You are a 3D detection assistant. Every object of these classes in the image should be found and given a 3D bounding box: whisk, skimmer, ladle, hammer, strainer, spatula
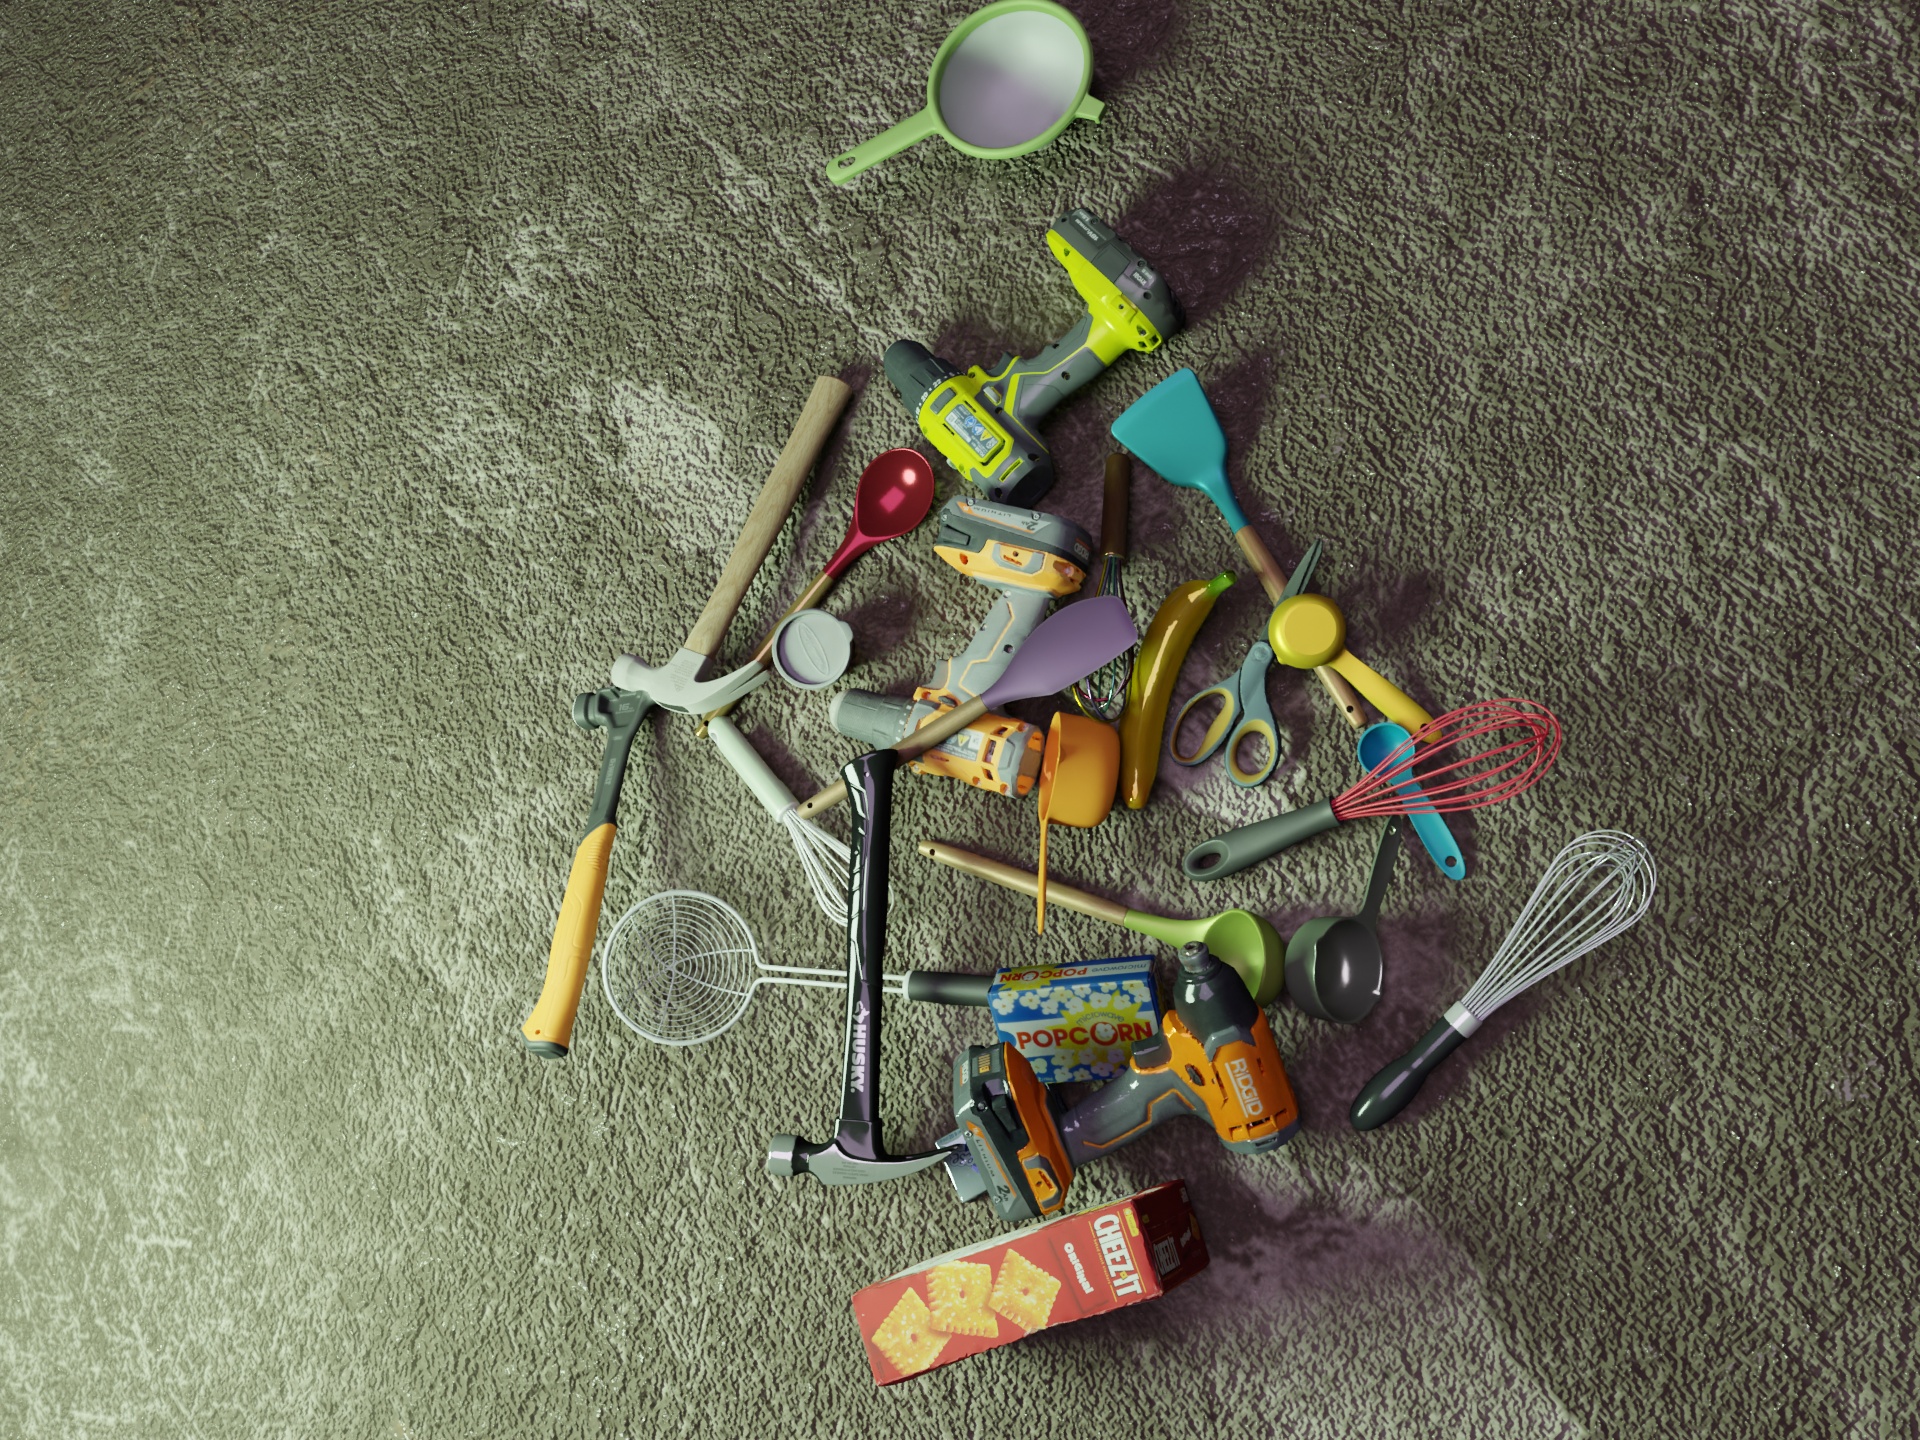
[{"bbox_3d":[0.291,0.059,1.157,0.296,0.073,0.073,-25,69,27],"label":"whisk"},{"bbox_3d":[-0.107,0.206,1.269,0.363,0.090,0.127,1,78,21],"label":"skimmer"},{"bbox_3d":[0.376,0.187,1.114,0.284,0.070,0.070,-48,66,10],"label":"whisk"},{"bbox_3d":[-0.130,-0.106,1.387,0.069,0.031,0.315,41,96,12],"label":"ladle"},{"bbox_3d":[-0.176,-0.156,1.387,0.130,0.031,0.331,20,76,24],"label":"hammer"},{"bbox_3d":[-0.068,0.189,1.230,0.146,0.035,0.335,1,86,13],"label":"hammer"},{"bbox_3d":[0.004,-0.531,1.413,0.256,0.069,0.152,-23,73,15],"label":"strainer"},{"bbox_3d":[0.229,-0.129,1.247,0.082,0.044,0.318,-36,69,22],"label":"spatula"},{"bbox_3d":[-0.304,0.119,1.344,0.127,0.034,0.337,-7,59,25],"label":"hammer"},{"bbox_3d":[-0.140,0.082,1.338,0.059,0.057,0.246,-29,62,-25],"label":"whisk"},{"bbox_3d":[0.117,-0.110,1.262,0.047,0.051,0.245,4,64,5],"label":"whisk"},{"bbox_3d":[-0.002,-0.004,1.247,0.316,0.018,0.060,-32,64,17],"label":"spatula"},{"bbox_3d":[0.100,0.145,1.225,0.320,0.062,0.078,17,101,26],"label":"ladle"}]

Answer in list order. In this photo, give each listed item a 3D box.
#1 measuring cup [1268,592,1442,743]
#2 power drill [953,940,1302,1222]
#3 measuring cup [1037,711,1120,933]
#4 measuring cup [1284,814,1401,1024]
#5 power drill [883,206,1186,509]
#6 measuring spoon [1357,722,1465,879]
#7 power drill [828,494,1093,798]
[{"bbox_3d":[0.298,-0.036,1.185,0.156,0.029,0.062,41,94,8],"label":"measuring cup"},{"bbox_3d":[0.112,0.253,1.130,0.226,0.084,0.164,-20,109,7],"label":"power drill"},{"bbox_3d":[0.089,0.080,1.222,0.052,0.095,0.174,6,74,-4],"label":"measuring cup"},{"bbox_3d":[0.283,0.141,1.161,0.038,0.083,0.168,-7,52,52],"label":"measuring cup"},{"bbox_3d":[0.056,-0.313,1.339,0.228,0.080,0.191,-44,67,9],"label":"power drill"},{"bbox_3d":[0.339,0.060,1.179,0.042,0.021,0.129,-32,77,19],"label":"measuring spoon"},{"bbox_3d":[-0.001,-0.065,1.302,0.185,0.084,0.226,15,88,23],"label":"power drill"}]
